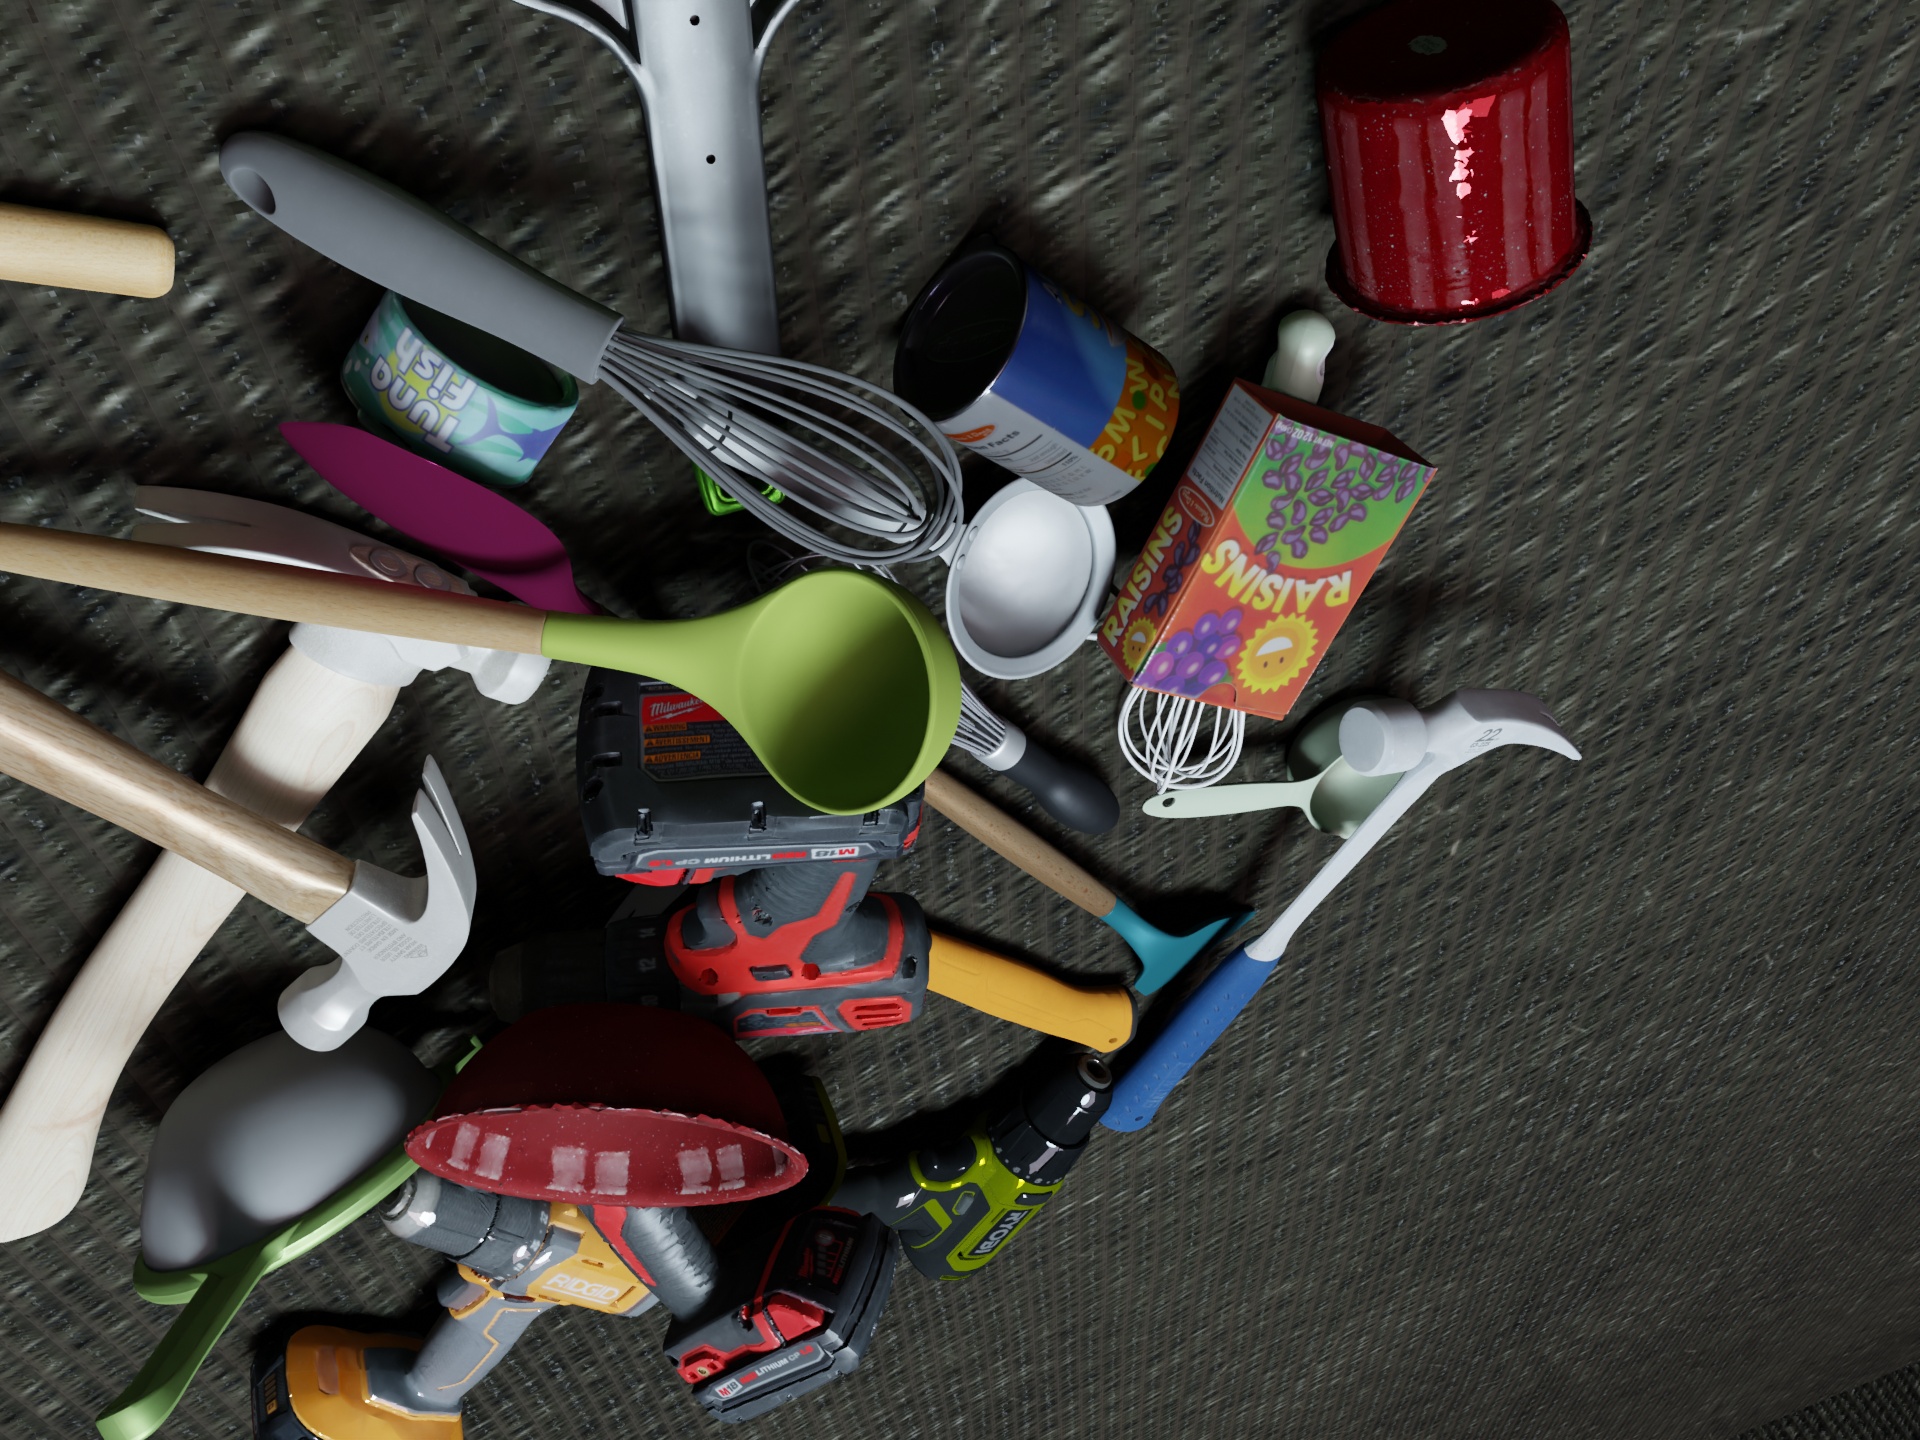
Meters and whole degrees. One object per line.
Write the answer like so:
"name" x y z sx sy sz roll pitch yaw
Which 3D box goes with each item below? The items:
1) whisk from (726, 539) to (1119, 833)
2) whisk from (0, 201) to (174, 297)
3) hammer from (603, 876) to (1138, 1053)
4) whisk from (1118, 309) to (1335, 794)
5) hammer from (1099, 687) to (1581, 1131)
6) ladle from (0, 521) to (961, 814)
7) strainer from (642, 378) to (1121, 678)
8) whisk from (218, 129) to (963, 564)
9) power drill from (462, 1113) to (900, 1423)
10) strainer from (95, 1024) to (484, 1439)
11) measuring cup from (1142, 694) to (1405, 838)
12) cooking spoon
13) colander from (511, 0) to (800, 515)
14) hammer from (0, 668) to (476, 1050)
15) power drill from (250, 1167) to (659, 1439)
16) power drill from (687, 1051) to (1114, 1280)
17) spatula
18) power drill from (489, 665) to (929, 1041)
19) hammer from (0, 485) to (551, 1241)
"whisk" -0.001 -0.003 0.693 0.070 0.070 0.284 -38 142 14
"whisk" -0.338 -0.132 0.408 0.244 0.047 0.051 1 131 -31
"hammer" -0.023 0.128 0.828 0.127 0.034 0.336 -45 135 19
"whisk" 0.117 -0.064 0.695 0.059 0.058 0.246 20 128 11
"hammer" 0.176 0.118 0.866 0.144 0.035 0.405 -6 144 -29
"ladle" -0.158 -0.030 0.493 0.320 0.062 0.078 9 101 -5
"strainer" -0.019 -0.076 0.594 0.258 0.050 0.087 20 97 -49
"whisk" -0.106 -0.112 0.471 0.239 0.055 0.055 26 122 -7
"power drill" -0.140 0.230 0.773 0.143 0.079 0.219 -36 104 29
"strainer" -0.294 0.186 0.639 0.151 0.256 0.069 -25 102 0
"measuring cup" 0.163 0.024 0.810 0.167 0.038 0.083 -5 135 -18
"cooking spoon" -0.124 -0.026 0.593 0.069 0.017 0.318 8 162 28
"colander" -0.068 -0.197 0.430 0.204 0.095 0.396 -13 137 -13
"hammer" -0.305 0.004 0.523 0.130 0.031 0.331 -37 126 20
"power drill" -0.291 0.326 0.870 0.226 0.084 0.185 -41 136 10
"power drill" -0.033 0.258 0.926 0.228 0.080 0.190 10 129 -37
"spatula" 0.055 0.078 0.825 0.082 0.044 0.317 -40 131 14
"power drill" -0.102 0.065 0.627 0.188 0.080 0.226 -3 147 -7
"hammer" -0.328 0.082 0.634 0.146 0.038 0.410 22 121 -38
